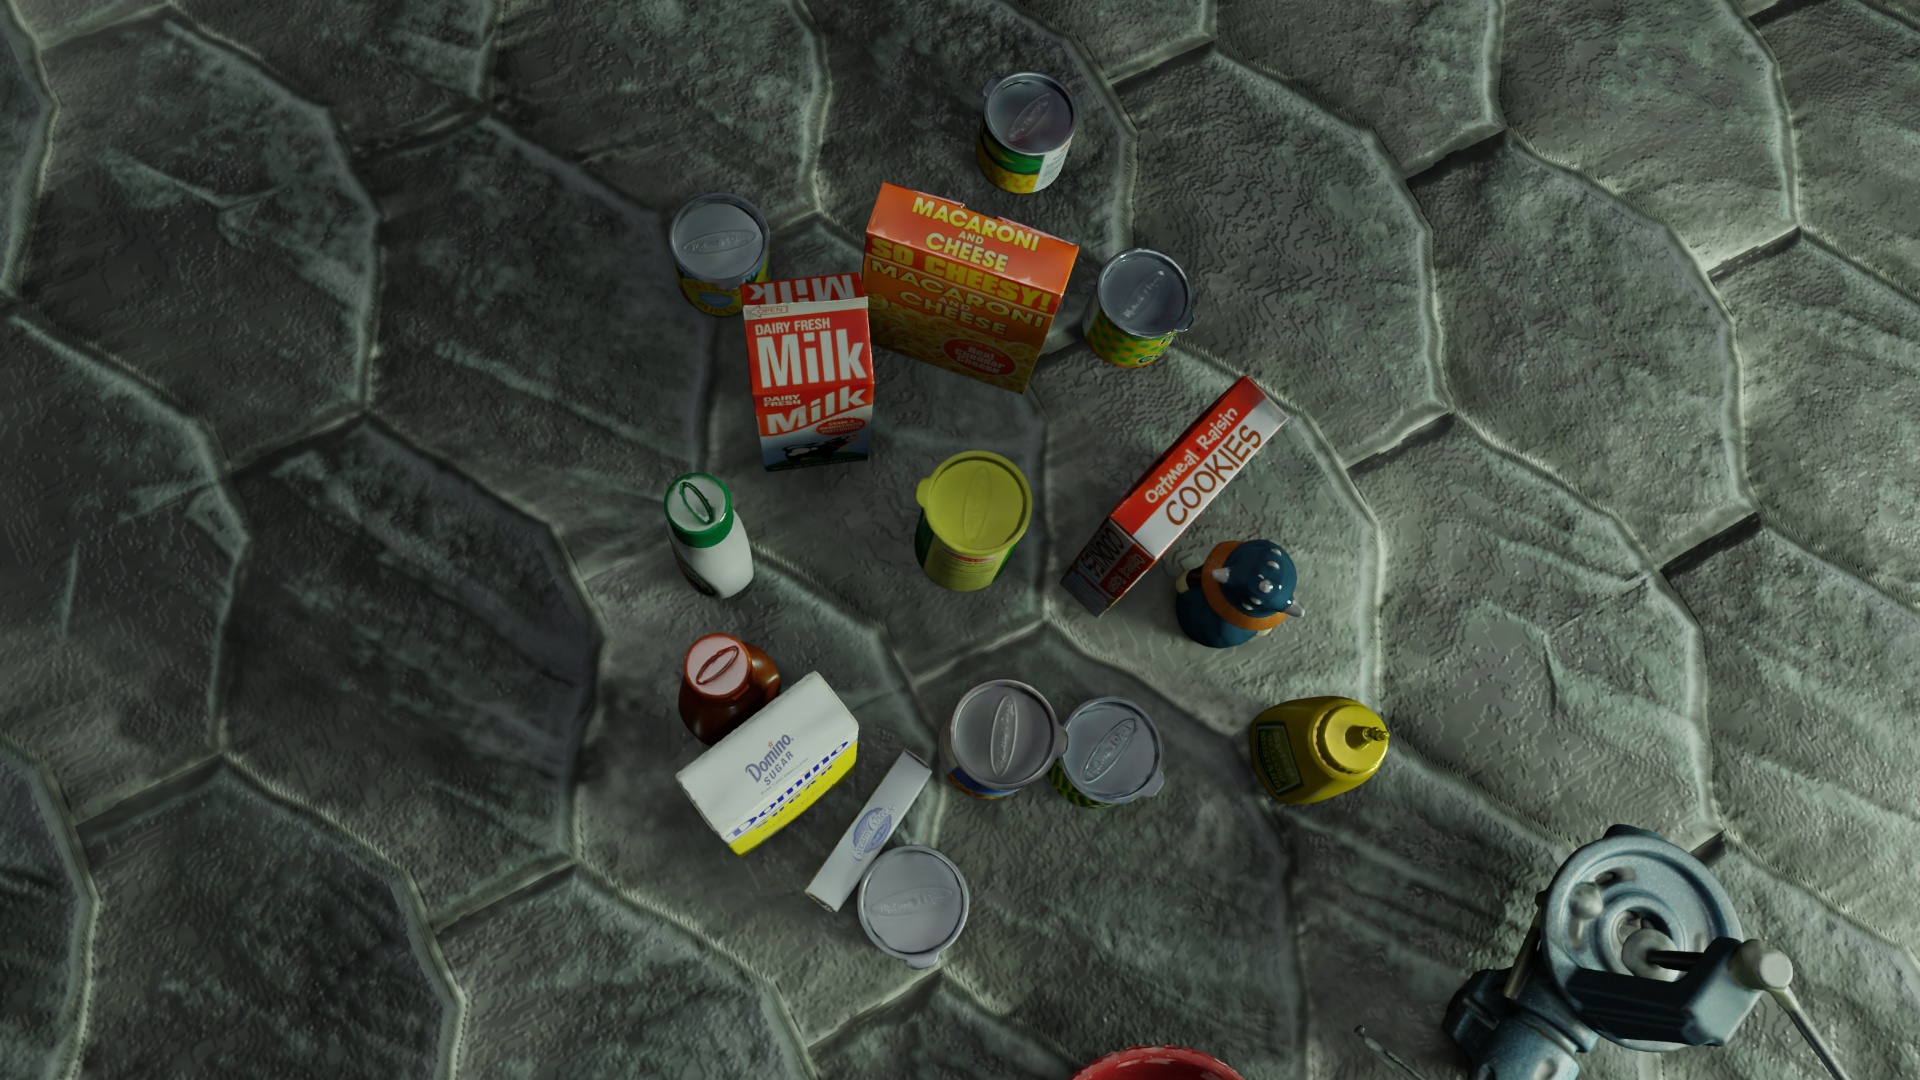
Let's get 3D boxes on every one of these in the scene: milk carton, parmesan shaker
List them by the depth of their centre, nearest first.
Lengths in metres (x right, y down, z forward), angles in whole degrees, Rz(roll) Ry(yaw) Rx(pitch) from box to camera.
[{"bbox_3d":[-0.094,-0.107,0.854,0.072,0.190,0.073,-7,76,-8],"label":"milk carton"},{"bbox_3d":[0.003,-0.011,0.883,0.071,0.103,0.071,2,75,-6],"label":"parmesan shaker"}]

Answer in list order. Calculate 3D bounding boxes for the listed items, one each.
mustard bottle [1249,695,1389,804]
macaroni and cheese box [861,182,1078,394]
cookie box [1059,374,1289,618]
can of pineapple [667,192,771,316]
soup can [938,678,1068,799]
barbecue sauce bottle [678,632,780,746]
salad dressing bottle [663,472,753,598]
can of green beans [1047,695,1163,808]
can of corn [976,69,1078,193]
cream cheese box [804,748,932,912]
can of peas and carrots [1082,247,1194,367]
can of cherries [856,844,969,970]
[{"bbox_3d":[0.220,0.123,0.841,0.049,0.159,0.065,-13,77,-9],"label":"mustard bottle"},{"bbox_3d":[-0.001,-0.158,0.890,0.124,0.166,0.040,18,74,-1],"label":"macaroni and cheese box"},{"bbox_3d":[0.128,-0.023,0.867,0.040,0.167,0.123,43,75,6],"label":"cookie box"},{"bbox_3d":[-0.162,-0.190,0.938,0.071,0.057,0.071,2,75,-6],"label":"can of pineapple"},{"bbox_3d":[0.025,0.125,0.859,0.071,0.083,0.071,2,75,-6],"label":"soup can"},{"bbox_3d":[-0.138,0.086,0.819,0.065,0.148,0.044,-41,83,-14],"label":"barbecue sauce bottle"},{"bbox_3d":[-0.154,-0.004,0.842,0.044,0.147,0.064,-34,81,-13],"label":"salad dressing bottle"},{"bbox_3d":[0.089,0.135,0.877,0.071,0.057,0.071,2,75,-6],"label":"can of green beans"},{"bbox_3d":[0.044,-0.290,0.986,0.071,0.058,0.071,2,75,-6],"label":"can of corn"},{"bbox_3d":[-0.056,0.178,0.852,0.024,0.053,0.104,35,74,4],"label":"cream cheese box"},{"bbox_3d":[0.123,-0.158,0.959,0.071,0.058,0.071,2,75,-6],"label":"can of peas and carrots"},{"bbox_3d":[-0.031,0.221,0.840,0.071,0.058,0.071,2,75,-6],"label":"can of cherries"}]
